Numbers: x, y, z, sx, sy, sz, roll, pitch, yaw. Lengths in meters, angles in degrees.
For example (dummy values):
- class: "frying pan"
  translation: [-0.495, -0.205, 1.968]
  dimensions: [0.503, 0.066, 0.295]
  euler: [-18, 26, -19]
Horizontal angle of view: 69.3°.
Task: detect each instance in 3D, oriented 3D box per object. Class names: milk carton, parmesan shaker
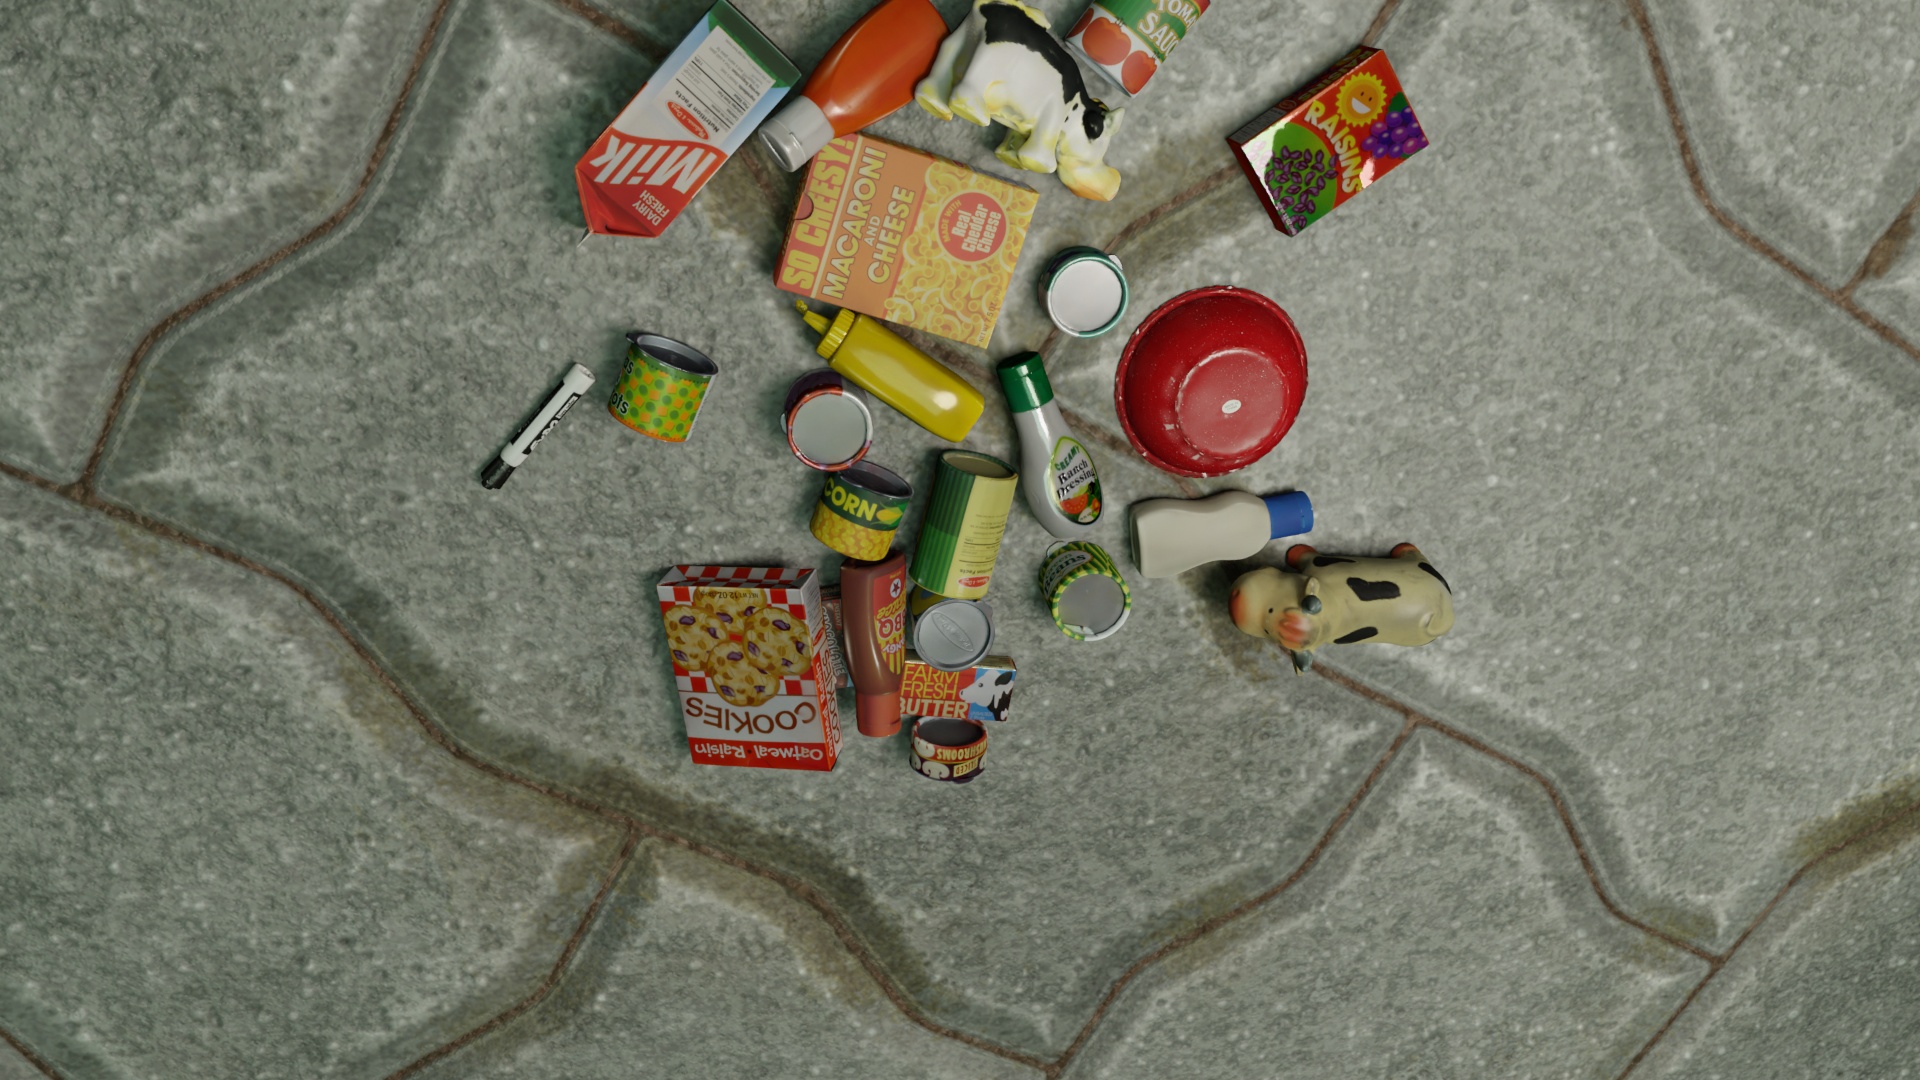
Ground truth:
- class: "milk carton"
  translation: [-0.200, -0.278, 0.959]
  dimensions: [0.073, 0.072, 0.190]
  euler: [41, 100, -21]
- class: "parmesan shaker"
  translation: [0.004, -0.014, 1.105]
  dimensions: [0.071, 0.071, 0.102]
  euler: [10, 110, -13]

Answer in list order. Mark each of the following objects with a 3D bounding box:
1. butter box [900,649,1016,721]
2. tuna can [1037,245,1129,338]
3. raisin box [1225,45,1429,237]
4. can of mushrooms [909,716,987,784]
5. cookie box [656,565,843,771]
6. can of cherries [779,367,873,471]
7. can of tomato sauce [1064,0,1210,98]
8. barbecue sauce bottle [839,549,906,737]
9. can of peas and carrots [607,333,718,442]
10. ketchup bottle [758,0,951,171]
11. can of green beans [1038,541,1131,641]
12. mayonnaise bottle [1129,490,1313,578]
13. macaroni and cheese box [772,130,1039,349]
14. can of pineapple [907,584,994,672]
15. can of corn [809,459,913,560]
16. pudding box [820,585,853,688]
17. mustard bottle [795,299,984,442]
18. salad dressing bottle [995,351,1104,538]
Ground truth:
- class: "butter box"
  translation: [-0.008, 0.123, 1.181]
  dimensions: [0.103, 0.024, 0.053]
  euler: [5, 111, -11]
- class: "tuna can"
  translation: [0.096, -0.191, 1.062]
  dimensions: [0.071, 0.033, 0.070]
  euler: [-3, 113, -7]
- class: "raisin box"
  translation: [0.276, -0.299, 1.043]
  dimensions: [0.123, 0.040, 0.086]
  euler: [-34, 113, 7]
- class: "can of mushrooms"
  translation: [-0.009, 0.175, 1.177]
  dimensions: [0.071, 0.071, 0.033]
  euler: [0, 111, -9]
- class: "cookie box"
  translation: [-0.168, 0.104, 1.117]
  dimensions: [0.123, 0.040, 0.166]
  euler: [1, 114, 14]
- class: "can of cherries"
  translation: [-0.103, -0.090, 1.059]
  dimensions: [0.071, 0.058, 0.071]
  euler: [-3, 113, -8]
- class: "can of tomato sauce"
  translation: [0.125, -0.363, 0.975]
  dimensions: [0.071, 0.071, 0.083]
  euler: [35, 104, -20]
- class: "barbecue sauce bottle"
  translation: [-0.069, 0.085, 1.126]
  dimensions: [0.043, 0.065, 0.148]
  euler: [7, 108, 27]
- class: "can of peas and carrots"
  translation: [-0.222, -0.113, 1.026]
  dimensions: [0.071, 0.071, 0.058]
  euler: [20, 109, -16]
- class: "ketchup bottle"
  translation: [-0.072, -0.312, 0.953]
  dimensions: [0.149, 0.043, 0.064]
  euler: [-43, 115, -14]
- class: "can of green beans"
  translation: [0.102, 0.042, 1.146]
  dimensions: [0.071, 0.058, 0.071]
  euler: [-3, 113, -7]
- class: "mayonnaise bottle"
  translation: [0.216, -0.011, 1.152]
  dimensions: [0.148, 0.041, 0.064]
  euler: [-10, 115, -6]
- class: "macaroni and cheese box"
  translation: [-0.041, -0.224, 1.023]
  dimensions: [0.166, 0.040, 0.123]
  euler: [14, 109, -14]
- class: "can of pineapple"
  translation: [-0.007, 0.065, 1.138]
  dimensions: [0.071, 0.058, 0.070]
  euler: [-3, 113, -8]
- class: "can of corn"
  translation: [-0.079, -0.024, 1.084]
  dimensions: [0.071, 0.071, 0.058]
  euler: [19, 109, -16]
- class: "pudding box"
  translation: [-0.116, 0.082, 1.143]
  dimensions: [0.050, 0.030, 0.083]
  euler: [-7, 114, -6]
- class: "mustard bottle"
  translation: [-0.058, -0.133, 1.048]
  dimensions: [0.160, 0.065, 0.048]
  euler: [32, 99, -13]
- class: "salad dressing bottle"
  translation: [0.069, -0.075, 1.097]
  dimensions: [0.064, 0.044, 0.147]
  euler: [-34, 112, -31]
